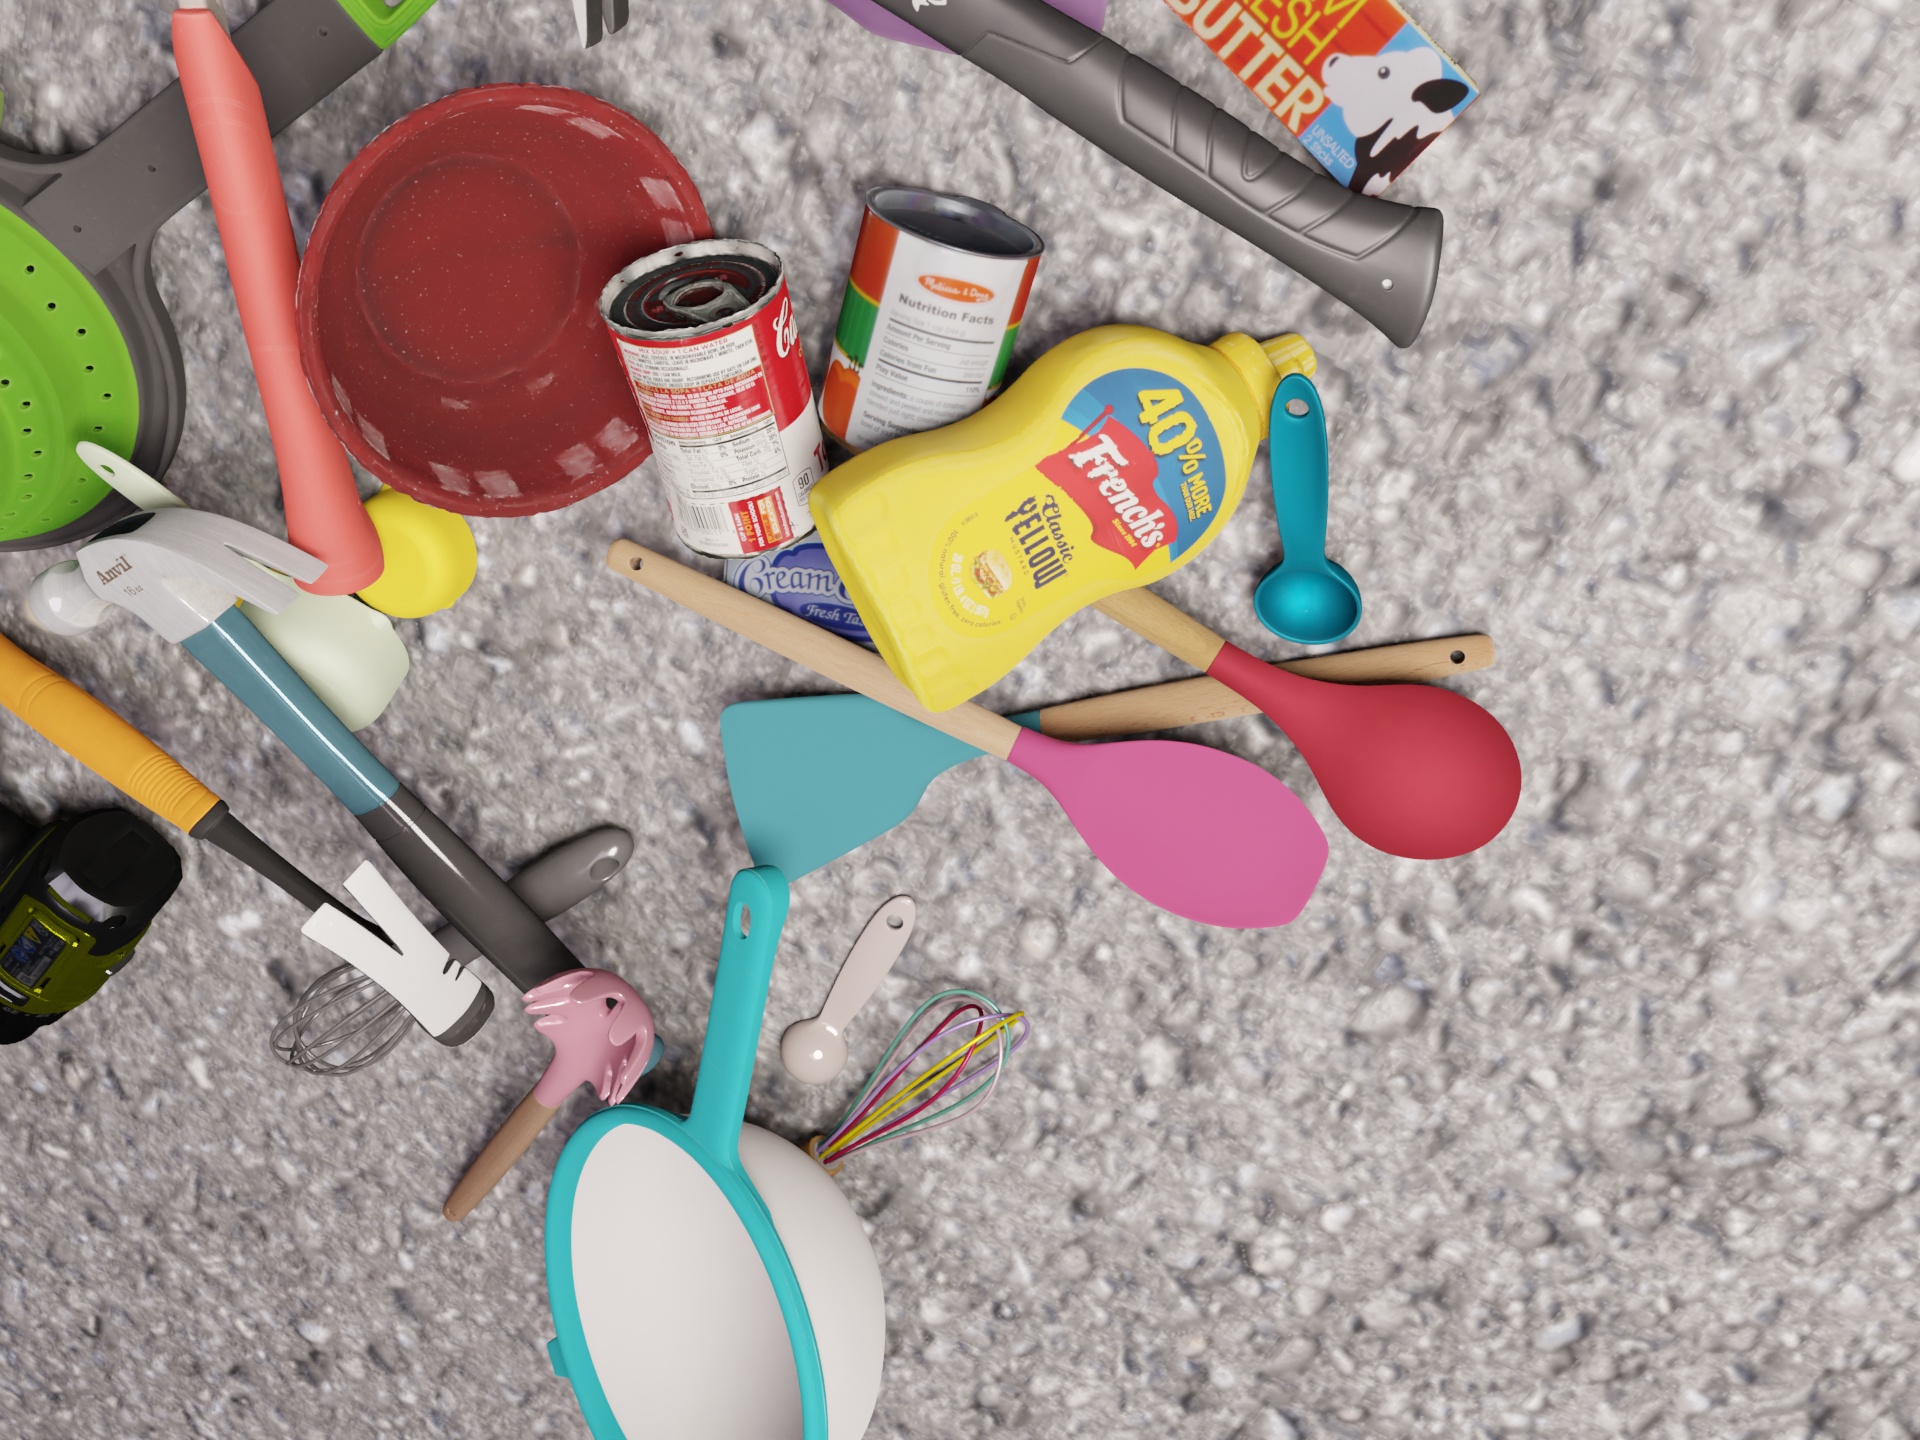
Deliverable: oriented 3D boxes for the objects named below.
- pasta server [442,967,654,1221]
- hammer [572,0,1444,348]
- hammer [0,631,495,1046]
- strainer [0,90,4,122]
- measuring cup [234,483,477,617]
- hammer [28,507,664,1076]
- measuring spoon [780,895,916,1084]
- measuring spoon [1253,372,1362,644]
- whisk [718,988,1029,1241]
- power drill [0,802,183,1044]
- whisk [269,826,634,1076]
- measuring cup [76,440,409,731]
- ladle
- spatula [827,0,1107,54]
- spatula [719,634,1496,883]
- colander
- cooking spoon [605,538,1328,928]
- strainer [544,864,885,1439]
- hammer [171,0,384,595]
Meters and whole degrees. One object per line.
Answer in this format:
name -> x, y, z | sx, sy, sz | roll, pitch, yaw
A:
pasta server -> -0.211, 0.193, 0.764 | 0.060, 0.040, 0.316 | 46, 136, 4
hammer -> 0.019, -0.224, 0.538 | 0.334, 0.035, 0.146 | 30, 130, -5
hammer -> -0.349, 0.029, 0.696 | 0.337, 0.034, 0.127 | 28, 156, 22
strainer -> -0.486, -0.318, 0.587 | 0.151, 0.069, 0.256 | -17, 128, 7
measuring cup -> -0.290, -0.061, 0.713 | 0.156, 0.029, 0.062 | -14, 111, 17
hammer -> -0.247, 0.044, 0.696 | 0.128, 0.033, 0.330 | -19, 120, 34
measuring spoon -> -0.053, 0.132, 0.761 | 0.034, 0.018, 0.124 | 29, 117, -2
measuring spoon -> 0.130, -0.081, 0.597 | 0.042, 0.021, 0.128 | 5, 138, 19
whisk -> -0.056, 0.204, 0.784 | 0.051, 0.047, 0.245 | 42, 120, -10
power drill -> -0.522, 0.061, 0.798 | 0.228, 0.080, 0.190 | 44, 125, -13
whisk -> -0.250, 0.115, 0.783 | 0.239, 0.055, 0.055 | -32, 105, 19
measuring cup -> -0.313, -0.051, 0.681 | 0.083, 0.038, 0.167 | -10, 139, 32
ladle -> 0.079, -0.040, 0.627 | 0.315, 0.031, 0.069 | 32, 103, 5
spatula -> -0.101, -0.288, 0.570 | 0.316, 0.018, 0.059 | 12, 109, 6
spatula -> 0.058, 0.002, 0.660 | 0.317, 0.044, 0.082 | -11, 98, 16
colander -> -0.363, -0.171, 0.616 | 0.397, 0.095, 0.204 | -29, 126, 16
cooking spoon -> -0.001, -0.002, 0.649 | 0.319, 0.017, 0.069 | 26, 98, 3
strainer -> -0.089, 0.214, 0.726 | 0.211, 0.095, 0.340 | 29, 115, 39
hammer -> -0.248, -0.191, 0.542 | 0.036, 0.149, 0.358 | -5, 130, -11
